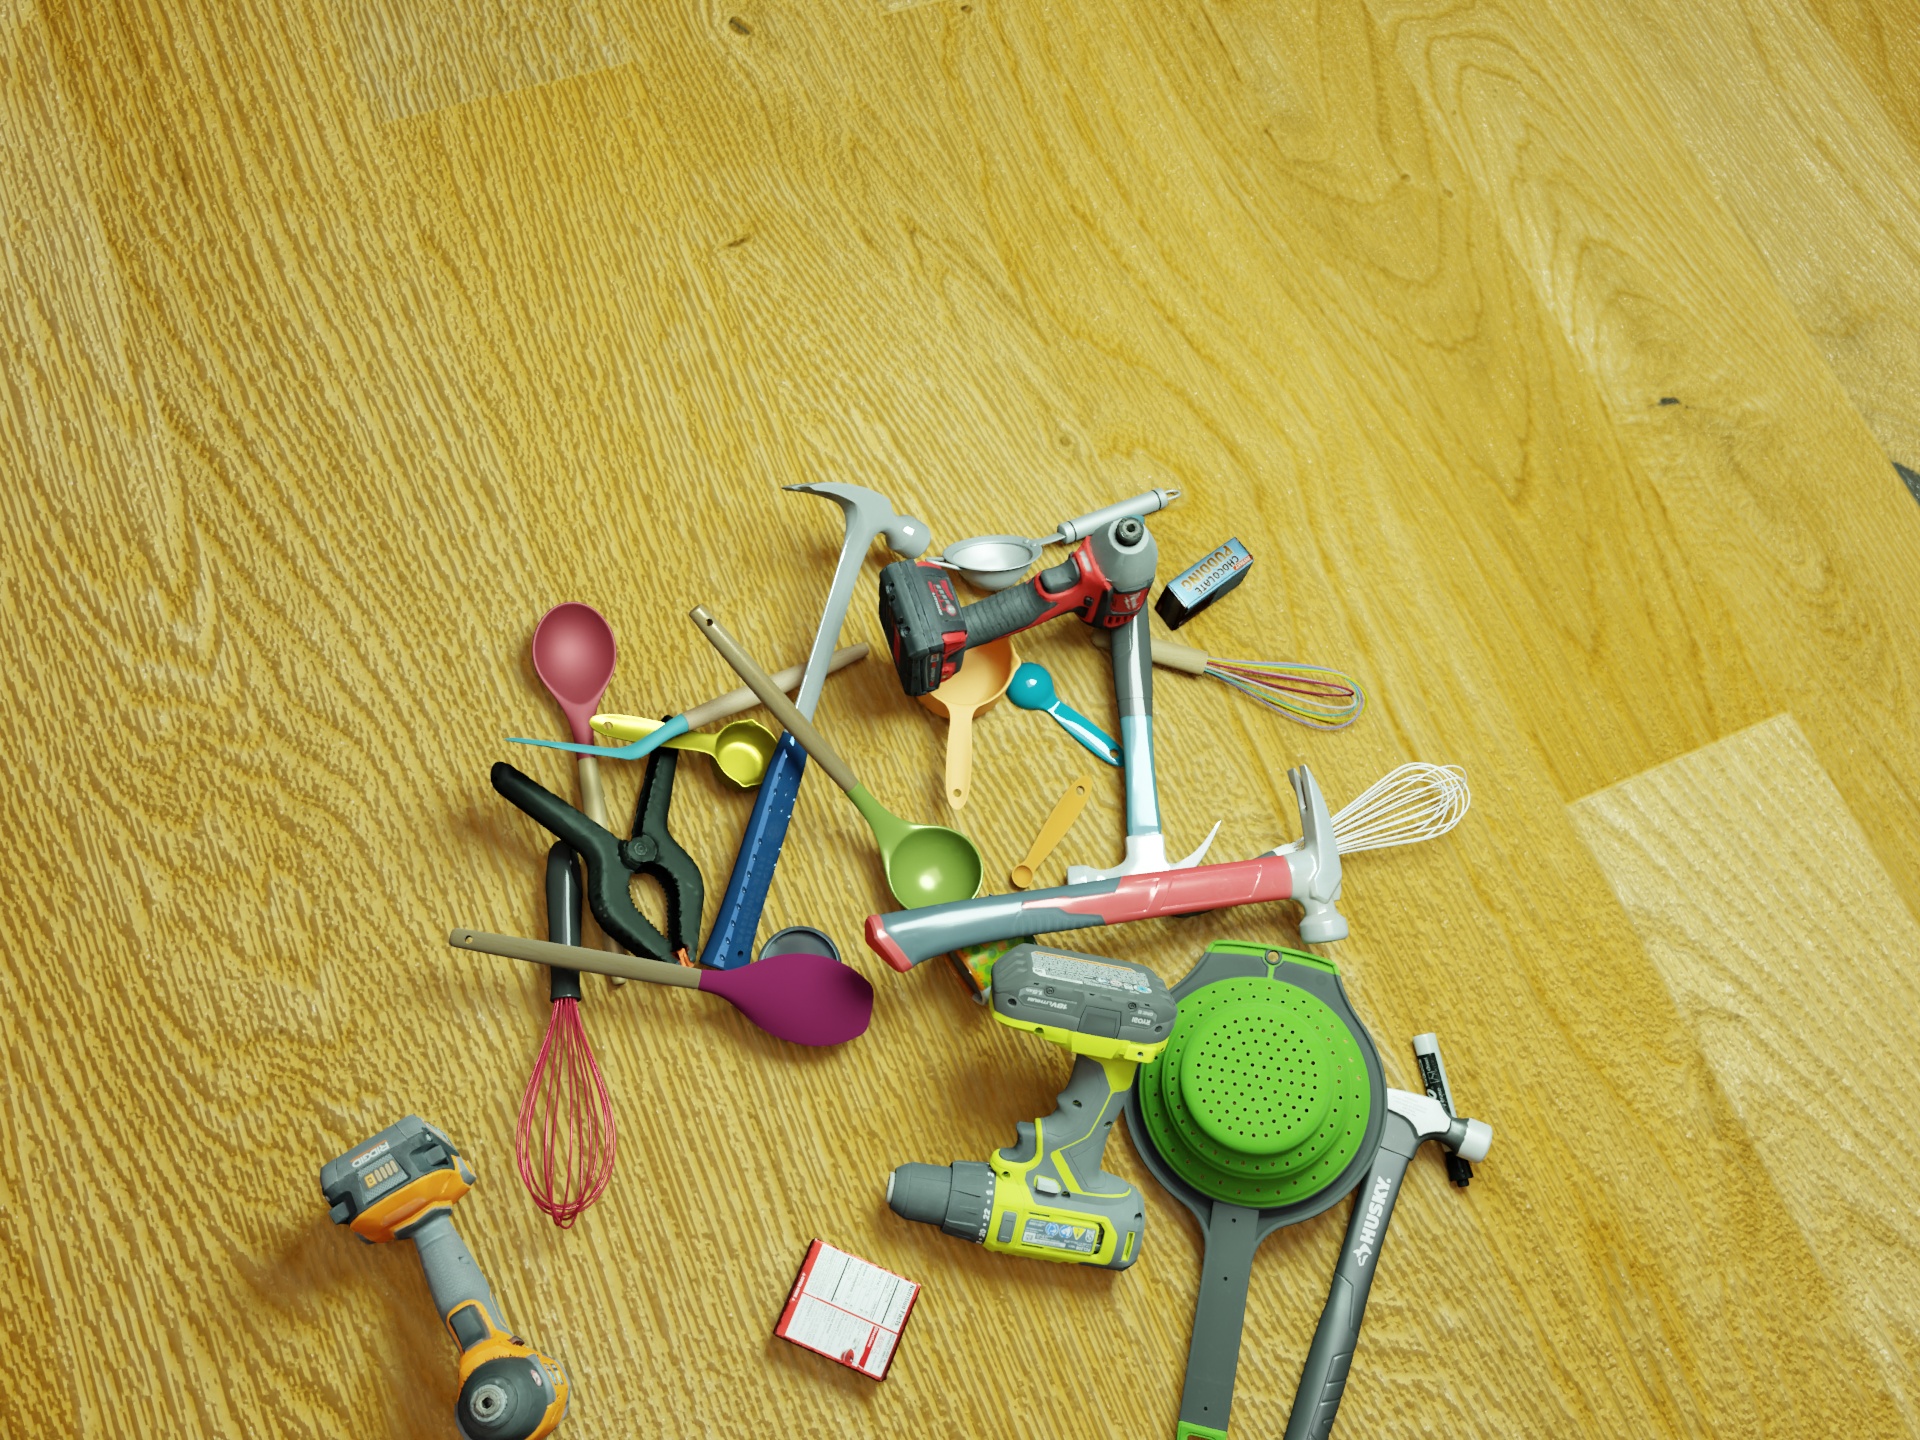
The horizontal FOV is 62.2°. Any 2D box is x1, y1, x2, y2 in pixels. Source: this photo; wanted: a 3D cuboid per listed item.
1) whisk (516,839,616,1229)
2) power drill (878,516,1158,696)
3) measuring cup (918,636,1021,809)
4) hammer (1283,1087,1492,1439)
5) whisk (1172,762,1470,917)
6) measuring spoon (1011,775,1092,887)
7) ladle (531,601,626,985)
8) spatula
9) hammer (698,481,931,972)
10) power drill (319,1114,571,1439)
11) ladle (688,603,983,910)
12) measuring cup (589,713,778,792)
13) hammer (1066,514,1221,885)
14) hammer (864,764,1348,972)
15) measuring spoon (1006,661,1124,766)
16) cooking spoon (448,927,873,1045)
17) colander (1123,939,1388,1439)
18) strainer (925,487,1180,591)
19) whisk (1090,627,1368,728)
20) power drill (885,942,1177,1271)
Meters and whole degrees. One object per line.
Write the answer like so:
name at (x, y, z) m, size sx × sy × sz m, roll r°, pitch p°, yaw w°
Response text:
whisk at (-0.297, 0.229, 1.197) m, size 0.073 × 0.073 × 0.296 m, roll -3°, pitch 66°, yaw -9°
power drill at (0.050, -0.100, 1.258) m, size 0.219 × 0.143 × 0.079 m, roll -17°, pitch 73°, yaw -9°
measuring cup at (-0.002, -0.004, 1.323) m, size 0.095 × 0.052 × 0.174 m, roll 5°, pitch 72°, yaw -6°
hammer at (0.288, 0.439, 1.207) m, size 0.146 × 0.035 × 0.335 m, roll 20°, pitch 72°, yaw 9°
whisk at (0.299, 0.104, 1.327) m, size 0.284 × 0.070 × 0.070 m, roll -22°, pitch 75°, yaw -9°
measuring spoon at (0.076, 0.092, 1.322) m, size 0.021 × 0.011 × 0.117 m, roll 40°, pitch 66°, yaw -8°
ladle at (-0.294, 0.056, 1.274) m, size 0.069 × 0.031 × 0.316 m, roll -5°, pitch 73°, yaw -23°
spatula at (-0.200, -0.017, 1.258) m, size 0.317 × 0.082 × 0.044 m, roll -25°, pitch 107°, yaw -35°
hammer at (-0.133, 0.001, 1.268) m, size 0.144 × 0.035 × 0.406 m, roll 27°, pitch 74°, yaw -44°
power drill at (-0.344, 0.386, 1.079) m, size 0.084 × 0.164 × 0.227 m, roll -30°, pitch 75°, yaw -16°
ladle at (-0.096, 0.032, 1.228) m, size 0.078 × 0.062 × 0.320 m, roll -47°, pitch 111°, yaw -21°
measuring cup at (-0.222, 0.021, 1.277) m, size 0.156 × 0.029 × 0.062 m, roll 12°, pitch 60°, yaw -18°
hammer at (0.145, -0.015, 1.333) m, size 0.128 × 0.033 × 0.331 m, roll -3°, pitch 75°, yaw 2°
hammer at (0.114, 0.125, 1.230) m, size 0.386 × 0.038 × 0.143 m, roll -6°, pitch 80°, yaw -16°
measuring spoon at (0.093, -0.005, 1.350) m, size 0.128 × 0.021 × 0.042 m, roll 39°, pitch 70°, yaw 8°
cooking spoon at (-0.222, 0.191, 1.196) m, size 0.319 × 0.017 × 0.069 m, roll 11°, pitch 76°, yaw -9°
colander at (0.206, 0.351, 1.179) m, size 0.204 × 0.094 × 0.397 m, roll 9°, pitch 71°, yaw 12°
strainer at (0.087, -0.160, 1.396) m, size 0.258 × 0.050 × 0.087 m, roll -22°, pitch 32°, yaw -20°
whisk at (0.233, -0.047, 1.375) m, size 0.245 × 0.047 × 0.051 m, roll 16°, pitch 71°, yaw 1°
power drill at (0.056, 0.288, 1.171) m, size 0.190 × 0.080 × 0.228 m, roll 11°, pitch 102°, yaw -4°
